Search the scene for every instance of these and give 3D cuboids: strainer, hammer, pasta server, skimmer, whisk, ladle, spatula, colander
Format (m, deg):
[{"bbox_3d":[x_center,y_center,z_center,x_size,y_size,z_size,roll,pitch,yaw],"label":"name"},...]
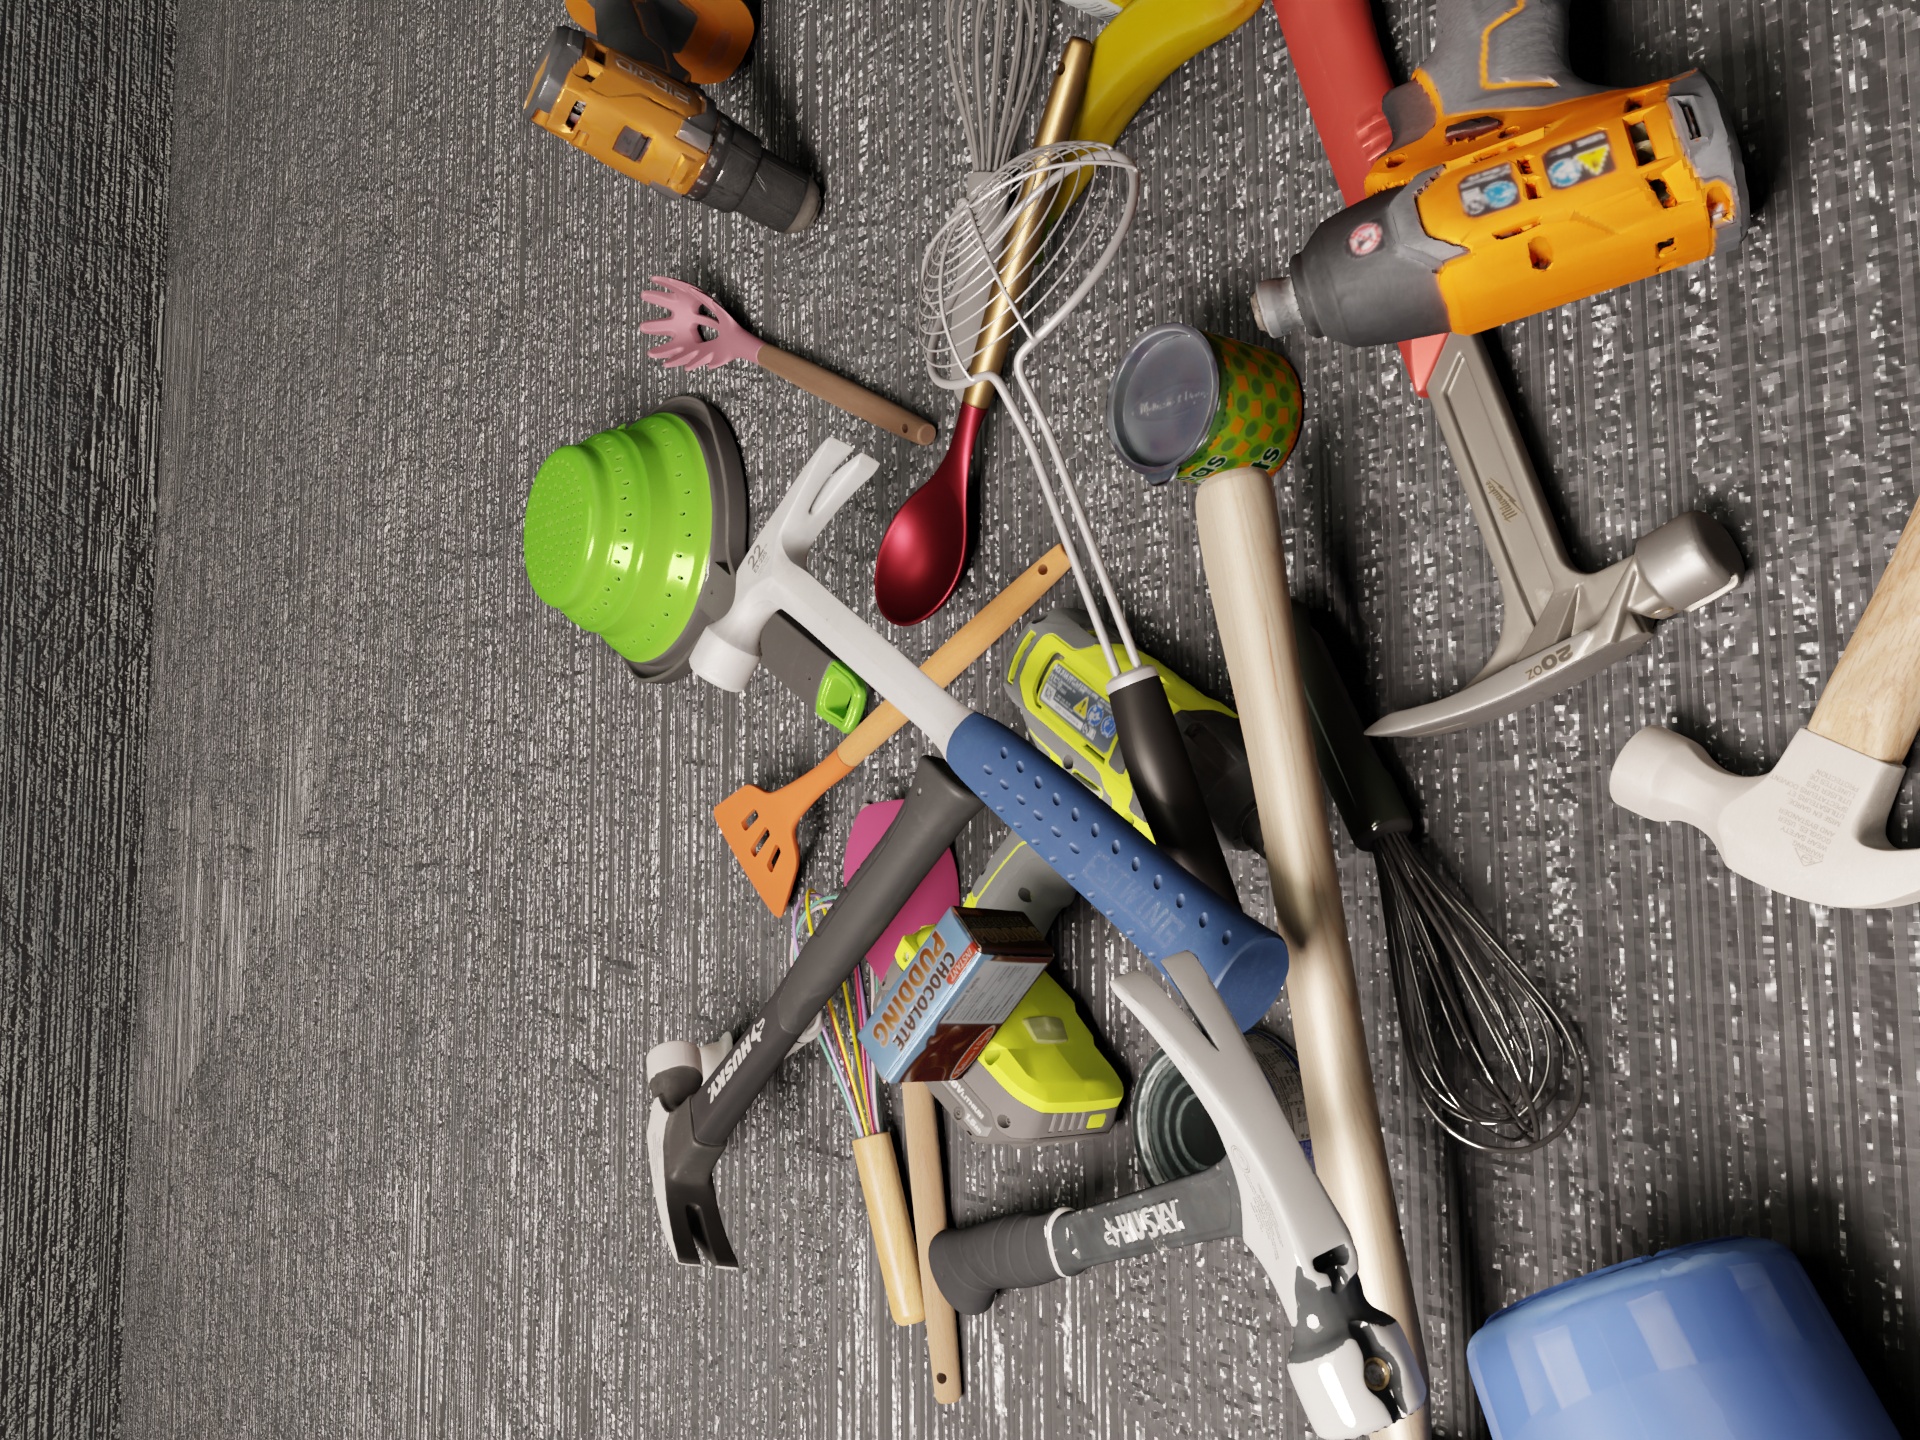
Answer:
[{"bbox_3d":[-0.135,0.208,0.948,0.258,0.050,0.087,-43,34,51],"label":"strainer"},{"bbox_3d":[-0.079,0.142,0.810,0.334,0.035,0.146,-54,35,31],"label":"hammer"},{"bbox_3d":[-0.116,-0.223,1.004,0.316,0.040,0.060,35,126,45],"label":"pasta server"},{"bbox_3d":[0.316,-0.096,0.470,0.130,0.031,0.331,35,114,47],"label":"hammer"},{"bbox_3d":[0.070,-0.077,0.680,0.127,0.090,0.363,-26,79,40],"label":"skimmer"},{"bbox_3d":[-0.001,-0.002,0.692,0.406,0.035,0.144,41,104,48],"label":"hammer"},{"bbox_3d":[0.172,0.052,0.629,0.059,0.057,0.247,-24,61,10],"label":"whisk"},{"bbox_3d":[0.047,0.208,0.651,0.149,0.036,0.408,67,158,15],"label":"hammer"},{"bbox_3d":[0.013,-0.188,0.819,0.069,0.031,0.315,46,129,39],"label":"ladle"},{"bbox_3d":[0.134,0.101,0.581,0.038,0.146,0.411,-9,78,4],"label":"hammer"},{"bbox_3d":[0.013,-0.288,0.847,0.055,0.055,0.239,11,99,51],"label":"whisk"},{"bbox_3d":[0.177,-0.177,0.643,0.149,0.036,0.359,-34,62,44],"label":"hammer"},{"bbox_3d":[-0.044,0.004,0.894,0.322,0.041,0.081,-42,75,31],"label":"spatula"},{"bbox_3d":[-0.194,-0.094,1.042,0.397,0.094,0.204,39,116,45],"label":"colander"},{"bbox_3d":[-0.053,0.212,0.895,0.047,0.051,0.245,131,127,-63],"label":"whisk"}]

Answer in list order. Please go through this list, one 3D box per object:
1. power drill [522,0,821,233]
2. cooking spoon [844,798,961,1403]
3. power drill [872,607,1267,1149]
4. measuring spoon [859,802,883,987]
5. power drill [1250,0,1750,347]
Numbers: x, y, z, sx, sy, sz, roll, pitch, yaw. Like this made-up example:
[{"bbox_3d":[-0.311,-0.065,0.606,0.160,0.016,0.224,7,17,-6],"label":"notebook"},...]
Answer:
[{"bbox_3d":[-0.174,-0.411,1.016,0.084,0.185,0.226,-46,34,38],"label":"power drill"},{"bbox_3d":[-0.023,0.201,0.857,0.069,0.017,0.319,-9,82,21],"label":"cooking spoon"},{"bbox_3d":[0.055,0.081,0.741,0.171,0.080,0.223,42,116,44],"label":"power drill"},{"bbox_3d":[-0.046,0.104,0.905,0.034,0.018,0.124,-37,59,43],"label":"measuring spoon"},{"bbox_3d":[0.170,-0.246,0.581,0.164,0.084,0.227,-16,71,20],"label":"power drill"}]
